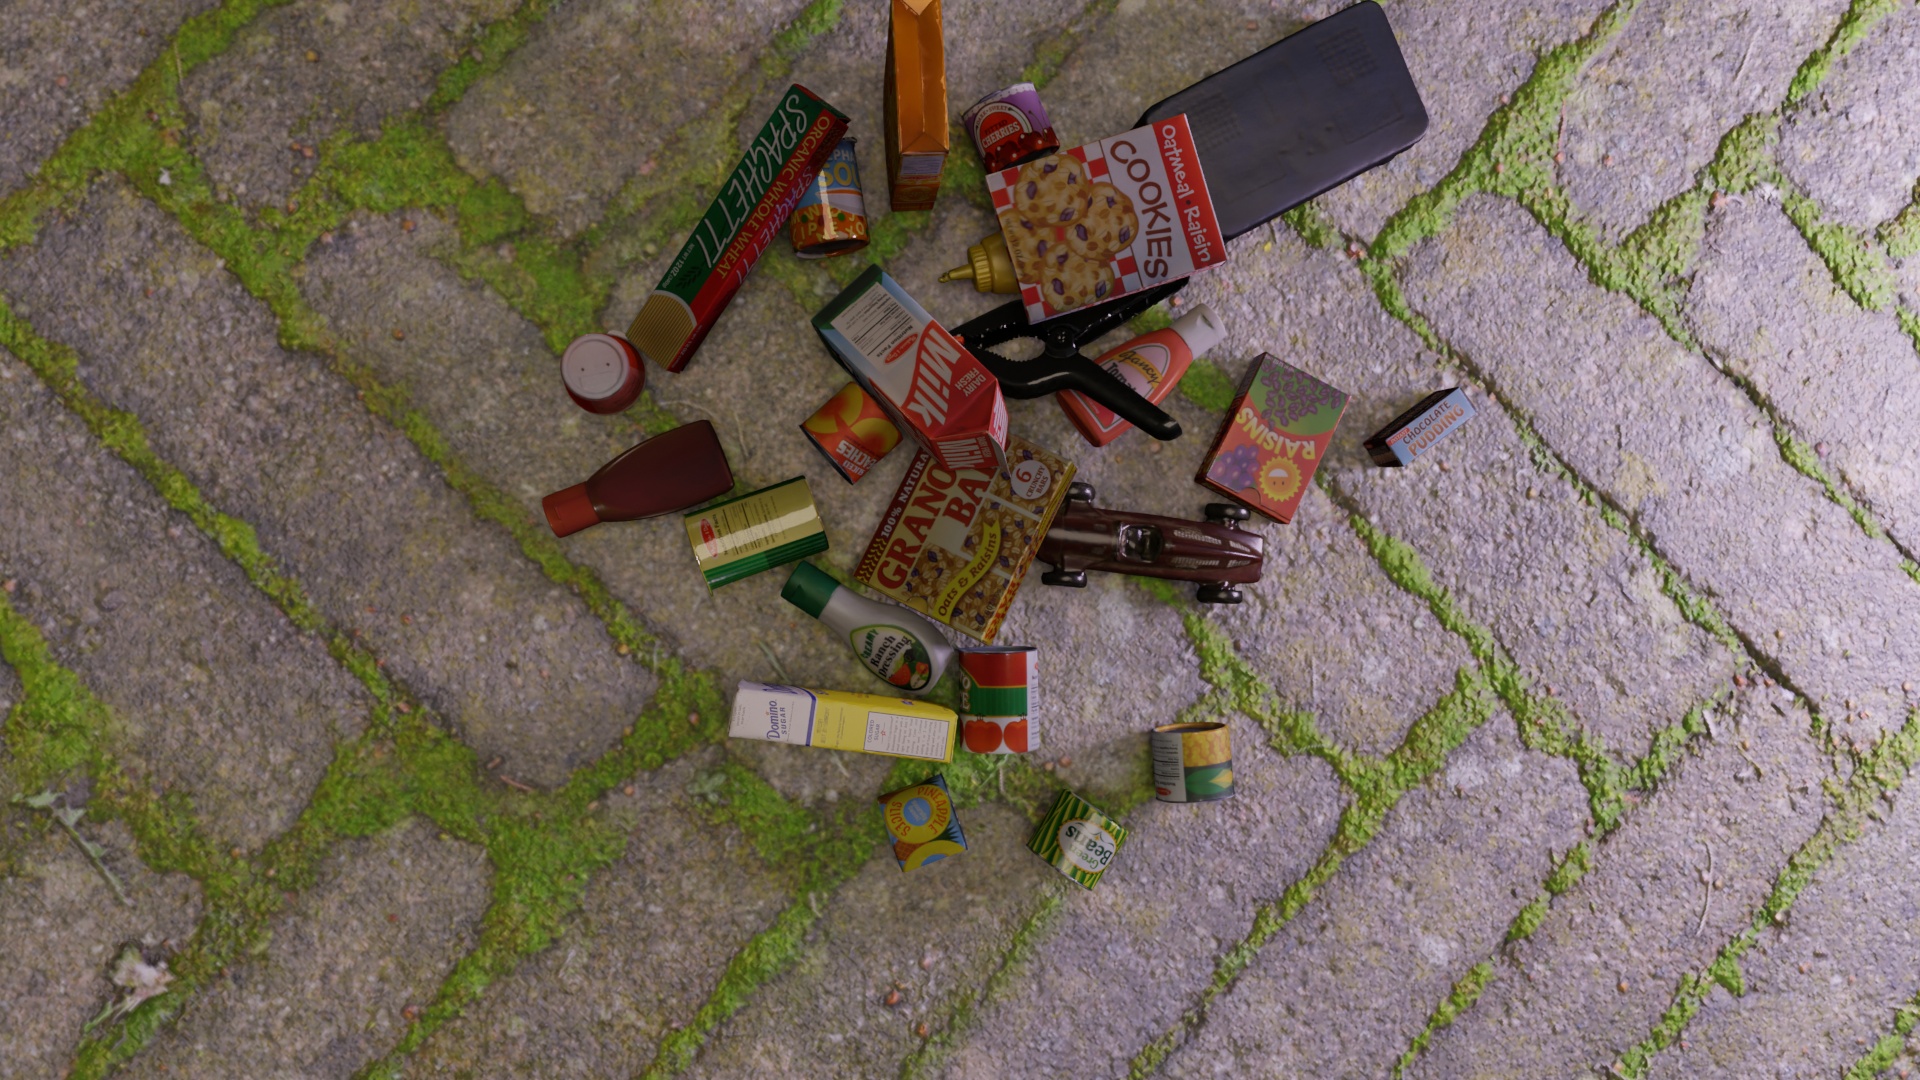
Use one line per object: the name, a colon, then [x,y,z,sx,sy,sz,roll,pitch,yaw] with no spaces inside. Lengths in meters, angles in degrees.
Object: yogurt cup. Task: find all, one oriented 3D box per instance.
yogurt cup: [-0.292,-0.138,1.126,0.072,0.054,0.072,0,89,-6]

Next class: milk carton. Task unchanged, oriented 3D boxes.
milk carton: [-0.027,-0.126,1.113,0.073,0.072,0.191,-43,70,-5]

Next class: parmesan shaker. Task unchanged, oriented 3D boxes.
parmesan shaker: [-0.164,-0.004,1.130,0.103,0.071,0.071,-19,91,-7]

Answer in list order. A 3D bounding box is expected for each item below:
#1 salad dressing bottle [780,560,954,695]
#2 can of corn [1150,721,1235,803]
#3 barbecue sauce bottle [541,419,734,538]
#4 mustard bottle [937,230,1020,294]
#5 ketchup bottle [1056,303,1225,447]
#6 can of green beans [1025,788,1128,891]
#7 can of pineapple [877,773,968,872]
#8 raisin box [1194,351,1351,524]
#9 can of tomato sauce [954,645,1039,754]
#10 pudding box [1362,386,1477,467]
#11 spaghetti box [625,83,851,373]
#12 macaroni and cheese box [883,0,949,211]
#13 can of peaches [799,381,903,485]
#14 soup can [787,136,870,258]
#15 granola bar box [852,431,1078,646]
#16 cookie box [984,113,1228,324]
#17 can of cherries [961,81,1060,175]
salad dressing bottle: [-0.078,0.070,1.145,0.148,0.044,0.064,33,118,1]
can of corn: [0.196,0.185,1.164,0.071,0.071,0.058,-5,89,-6]
barbecue sauce bottle: [-0.264,-0.045,1.132,0.149,0.043,0.065,-22,91,-6]
mustard bottle: [0.057,-0.239,1.169,0.160,0.049,0.065,-13,89,-5]
ketchup bottle: [0.156,-0.145,1.179,0.149,0.043,0.065,-36,84,-6]
can of green beans: [0.097,0.247,1.151,0.071,0.071,0.058,34,85,-4]
can of pineapple: [-0.031,0.231,1.136,0.058,0.071,0.071,-19,91,-6]
raisin box: [0.267,-0.087,1.192,0.086,0.040,0.123,27,87,-6]
can of tomato sauce: [0.030,0.130,1.147,0.071,0.071,0.083,-1,89,-6]
pudding box: [0.397,-0.097,1.201,0.084,0.049,0.030,-35,94,-5]
spaghetti box: [-0.180,-0.248,1.114,0.050,0.029,0.249,40,103,10]
macaroni and cheese box: [-0.038,-0.343,1.103,0.040,0.166,0.123,-3,89,-6]
can of peaches: [-0.088,-0.087,1.139,0.058,0.071,0.071,-42,93,-6]
soup can: [-0.110,-0.281,1.142,0.071,0.071,0.083,-10,90,-6]
granola bar box: [0.004,-0.014,1.142,0.124,0.039,0.165,25,86,16]
cookie box: [0.118,-0.258,1.122,0.167,0.040,0.123,-17,94,1]
can of cherries: [0.041,-0.340,1.159,0.071,0.071,0.058,-25,92,-6]
